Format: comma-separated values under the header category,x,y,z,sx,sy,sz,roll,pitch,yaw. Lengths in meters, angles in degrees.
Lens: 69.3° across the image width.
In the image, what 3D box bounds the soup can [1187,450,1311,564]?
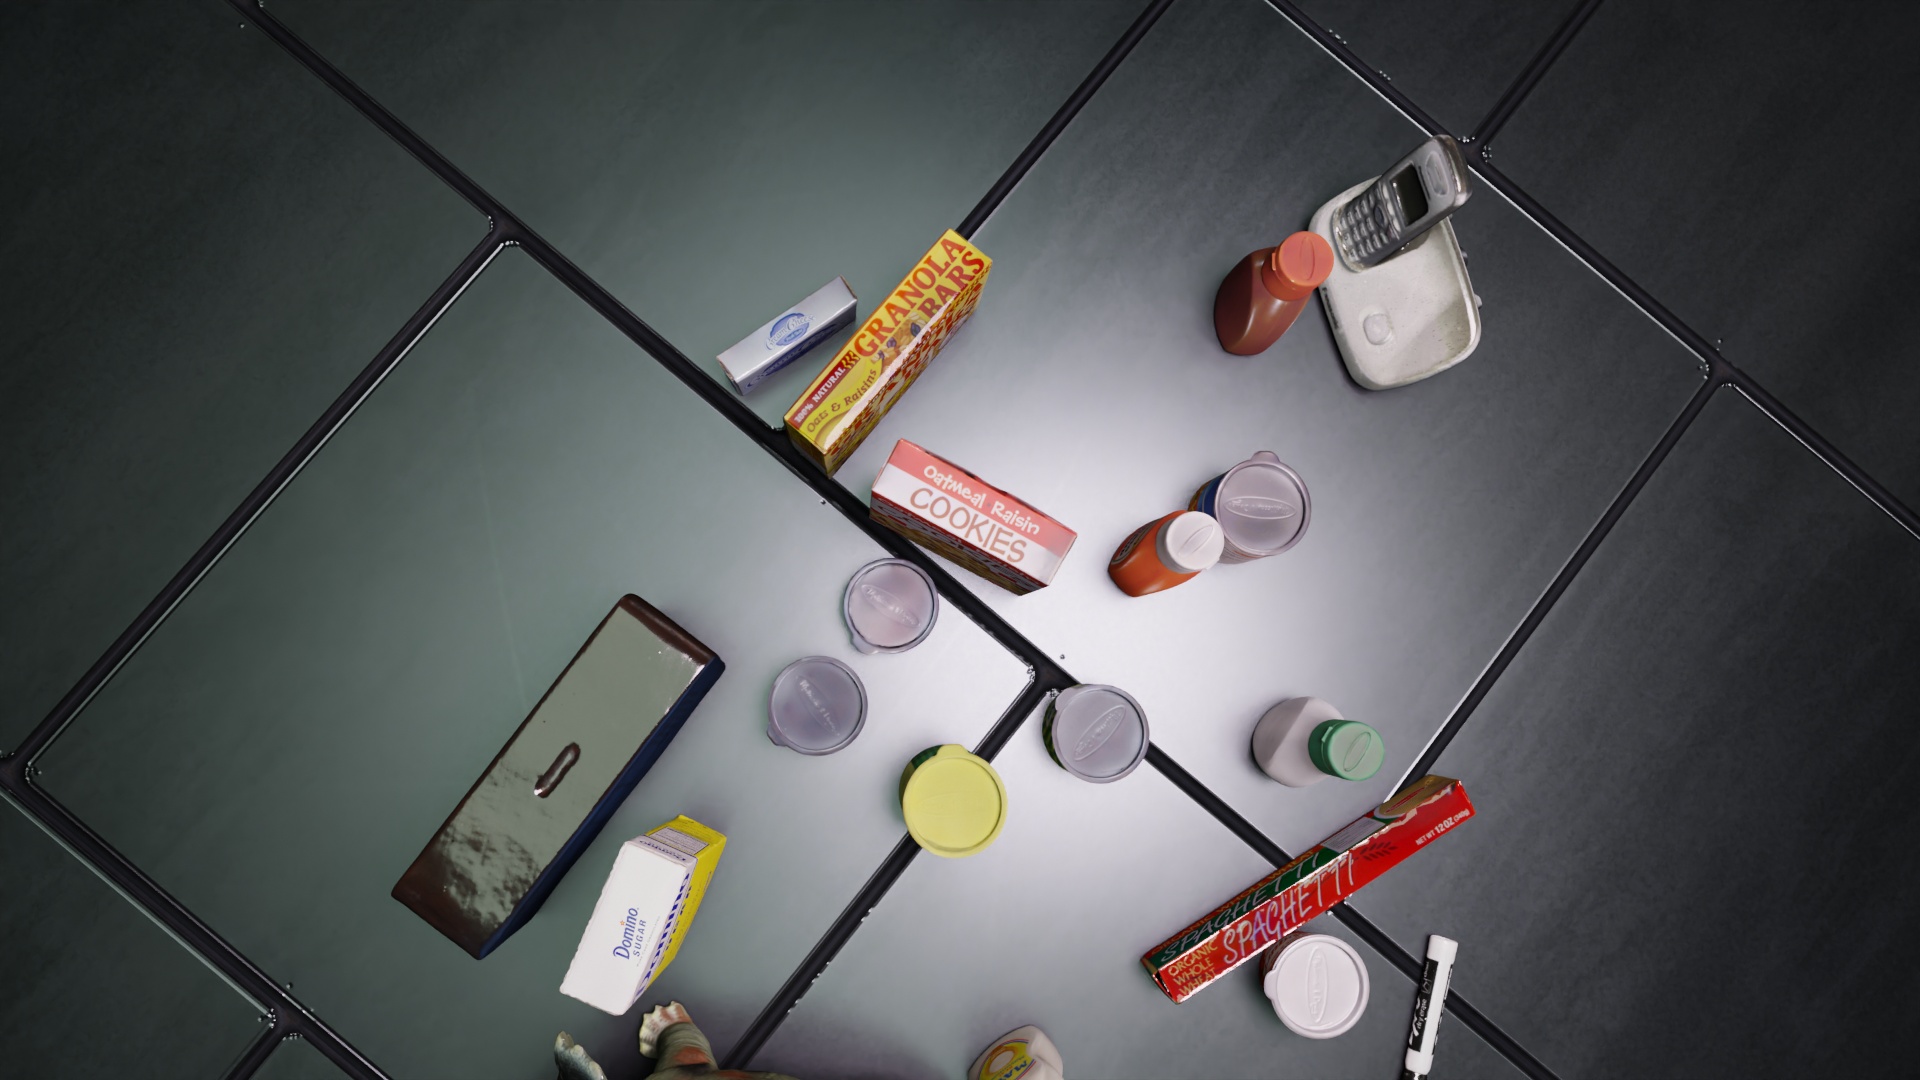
category,x,y,z,sx,sy,sz,roll,pitch,yaw
soup can,0.199,-0.021,0.965,0.071,0.083,0.071,0,85,-4

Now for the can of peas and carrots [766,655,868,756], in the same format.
category,x,y,z,sx,sy,sz,roll,pitch,yaw
can of peas and carrots,-0.098,0.113,0.942,0.071,0.058,0.071,0,85,-4

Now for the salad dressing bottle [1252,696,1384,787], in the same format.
category,x,y,z,sx,sy,sz,roll,pitch,yaw
salad dressing bottle,0.236,0.135,0.920,0.044,0.147,0.064,34,84,-1

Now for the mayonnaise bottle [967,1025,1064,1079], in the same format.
category,x,y,z,sx,sy,sz,roll,pitch,yaw
mayonnaise bottle,0.041,0.355,0.884,0.065,0.148,0.041,-36,88,-6

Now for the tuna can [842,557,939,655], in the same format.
category,x,y,z,sx,sy,sz,roll,pitch,yaw
tuna can,-0.050,0.048,0.965,0.071,0.033,0.071,0,85,-4

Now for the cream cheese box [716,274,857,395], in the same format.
category,x,y,z,sx,sy,sz,roll,pitch,yaw
cream cheese box,-0.119,-0.142,0.968,0.104,0.053,0.024,-35,88,-7

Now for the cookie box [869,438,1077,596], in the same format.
category,x,y,z,sx,sy,sz,roll,pitch,yaw
cookie box,0.003,-0.011,0.907,0.123,0.167,0.040,28,84,-1

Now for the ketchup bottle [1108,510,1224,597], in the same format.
category,x,y,z,sx,sy,sz,roll,pitch,yaw
ketchup bottle,0.140,0.007,0.925,0.065,0.148,0.043,-43,89,-6

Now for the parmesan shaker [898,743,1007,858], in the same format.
category,x,y,z,sx,sy,sz,roll,pitch,yaw
parmesan shaker,-0.007,0.168,0.922,0.071,0.103,0.071,0,85,-4

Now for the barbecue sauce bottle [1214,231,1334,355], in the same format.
category,x,y,z,sx,sy,sz,roll,pitch,yaw
barbecue sauce bottle,0.212,-0.172,0.948,0.044,0.148,0.065,2,85,-4

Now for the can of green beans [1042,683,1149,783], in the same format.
category,x,y,z,sx,sy,sz,roll,pitch,yaw
can of green beans,0.092,0.131,0.955,0.071,0.058,0.071,0,85,-4

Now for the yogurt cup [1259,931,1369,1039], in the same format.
category,x,y,z,sx,sy,sz,roll,pitch,yaw
yogurt cup,0.238,0.300,0.952,0.072,0.054,0.072,0,85,-4

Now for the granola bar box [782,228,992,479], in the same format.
category,x,y,z,sx,sy,sz,roll,pitch,yaw
granola bar box,-0.050,-0.123,0.936,0.039,0.124,0.166,40,83,0

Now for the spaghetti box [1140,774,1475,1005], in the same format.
category,x,y,z,sx,sy,sz,roll,pitch,yaw
spaghetti box,0.239,0.239,0.960,0.250,0.050,0.028,-30,88,-6
